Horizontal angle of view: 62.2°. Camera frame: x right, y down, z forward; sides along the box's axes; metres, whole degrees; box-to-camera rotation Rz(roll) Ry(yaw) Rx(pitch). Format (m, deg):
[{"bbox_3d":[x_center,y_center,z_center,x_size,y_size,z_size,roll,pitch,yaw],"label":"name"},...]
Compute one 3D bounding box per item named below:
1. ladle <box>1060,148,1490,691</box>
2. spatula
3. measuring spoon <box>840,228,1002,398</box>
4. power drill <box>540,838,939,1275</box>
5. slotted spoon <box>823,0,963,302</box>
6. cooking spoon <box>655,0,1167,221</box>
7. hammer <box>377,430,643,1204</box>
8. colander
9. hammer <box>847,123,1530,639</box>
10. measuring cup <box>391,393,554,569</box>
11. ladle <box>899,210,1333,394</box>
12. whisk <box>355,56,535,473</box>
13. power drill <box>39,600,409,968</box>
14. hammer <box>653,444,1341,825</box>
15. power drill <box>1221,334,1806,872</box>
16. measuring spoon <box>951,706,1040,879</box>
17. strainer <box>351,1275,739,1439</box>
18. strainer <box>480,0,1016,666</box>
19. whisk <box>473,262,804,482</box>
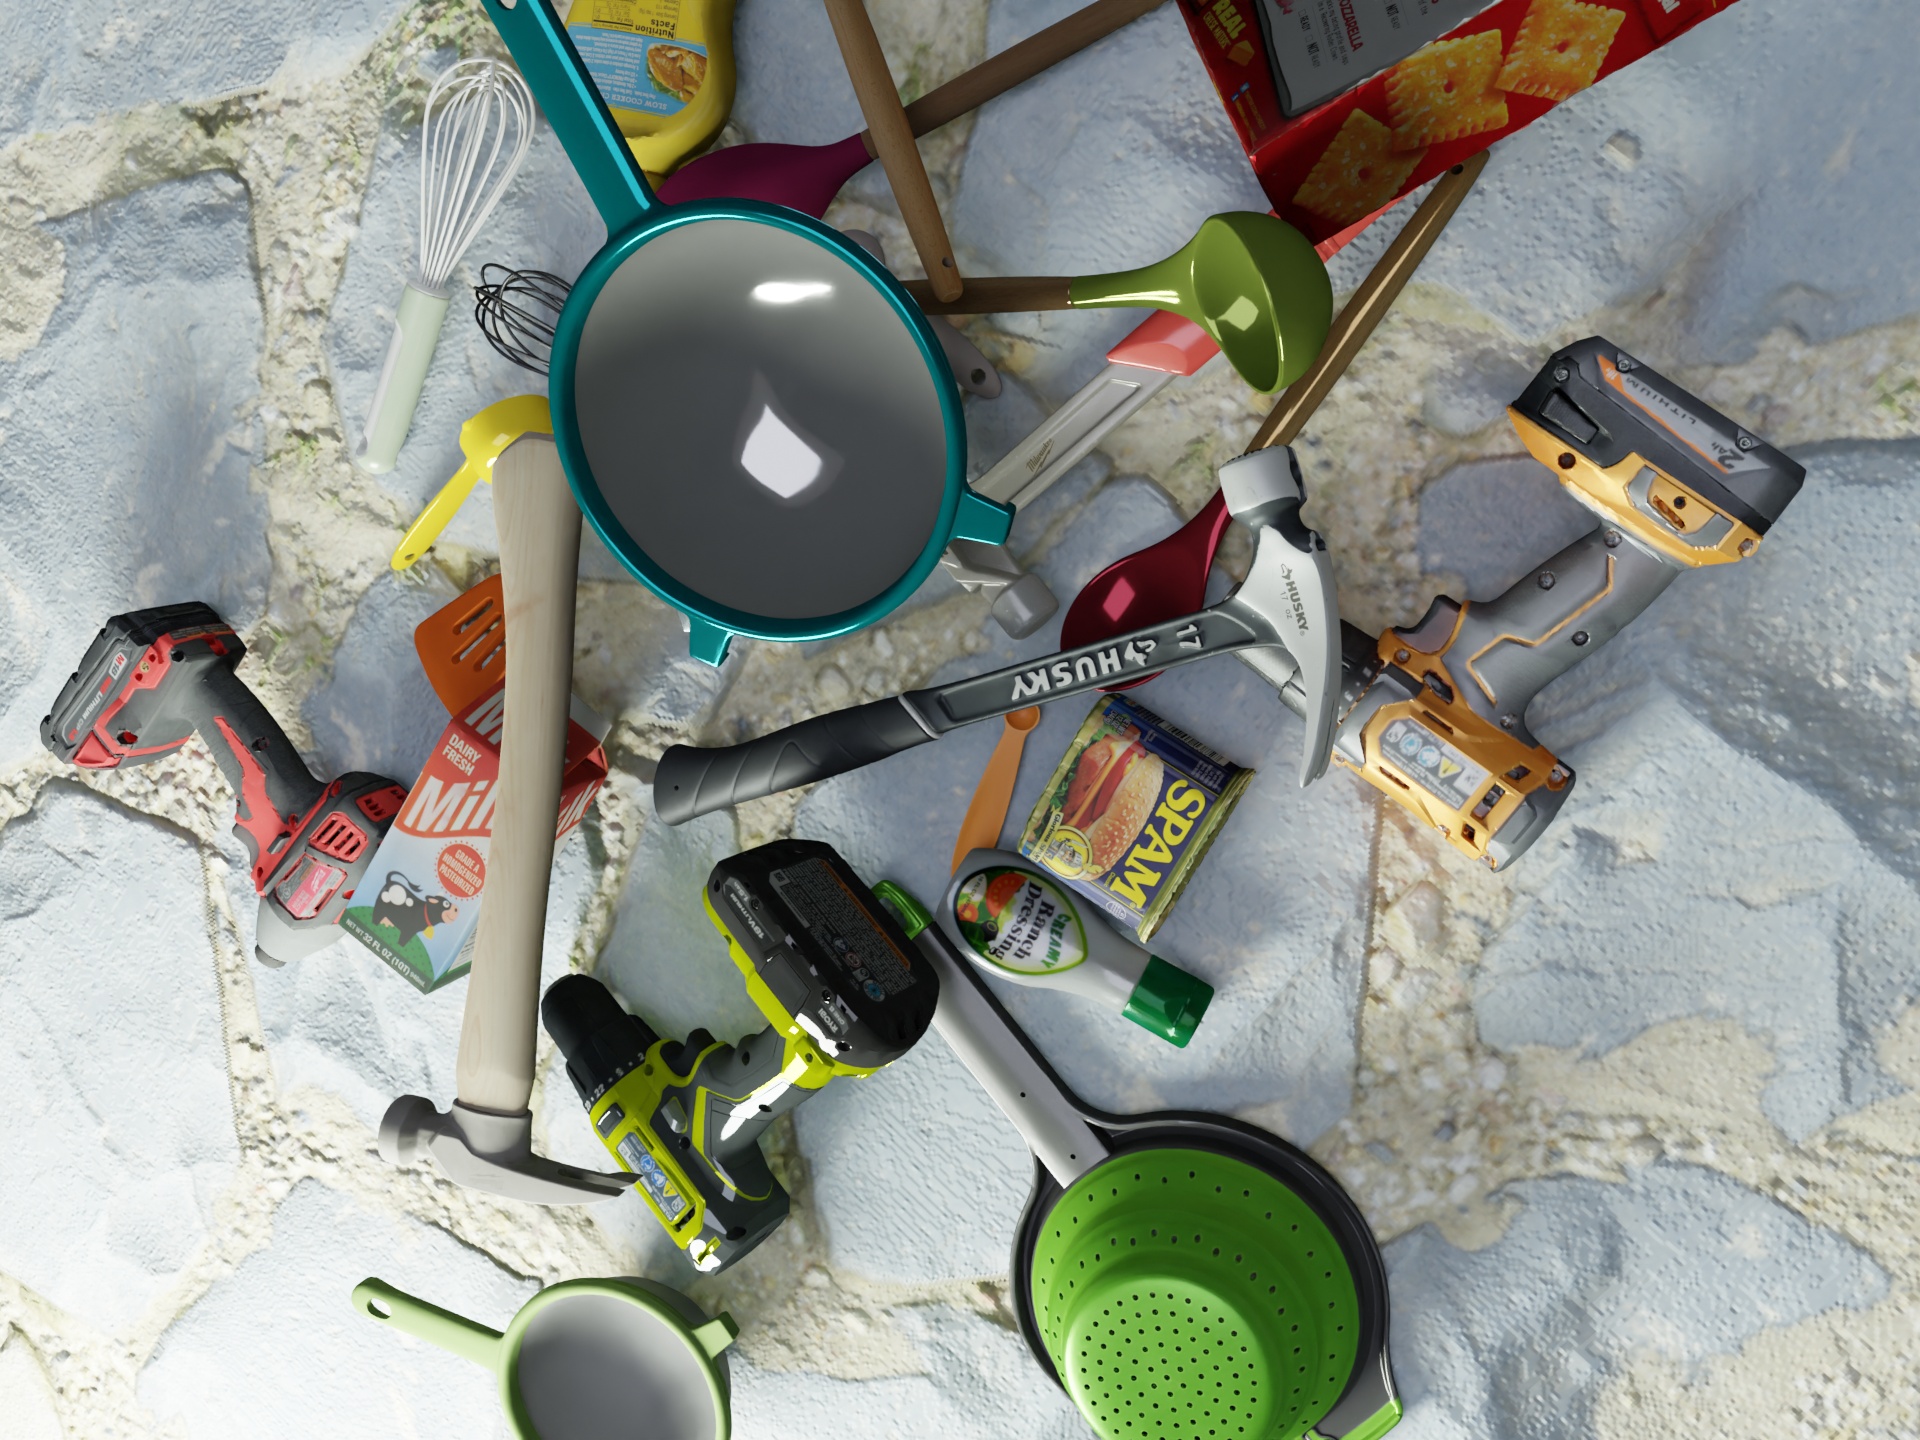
[{"bbox_3d":[0.155,-0.143,0.780,0.069,0.031,0.315,44,107,32],"label":"ladle"},{"bbox_3d":[-0.216,-0.130,0.865,0.081,0.041,0.322,54,127,25],"label":"spatula"},{"bbox_3d":[-0.026,-0.211,0.832,0.124,0.018,0.034,43,108,6],"label":"measuring spoon"},{"bbox_3d":[-0.133,0.172,0.878,0.191,0.080,0.228,49,121,16],"label":"power drill"},{"bbox_3d":[-0.053,-0.344,0.771,0.031,0.070,0.314,-38,68,61],"label":"slotted spoon"},{"bbox_3d":[-0.025,-0.304,0.807,0.319,0.017,0.068,-23,113,15],"label":"cooking spoon"},{"bbox_3d":[-0.224,0.056,0.848,0.146,0.038,0.410,9,98,13],"label":"hammer"},{"bbox_3d":[0.064,0.253,0.831,0.204,0.094,0.397,-41,85,18],"label":"colander"},{"bbox_3d":[0.113,-0.203,0.767,0.359,0.036,0.149,-39,83,20],"label":"hammer"},{"bbox_3d":[-0.279,-0.126,0.909,0.156,0.062,0.029,-40,74,29],"label":"measuring cup"},{"bbox_3d":[0.027,-0.195,0.747,0.320,0.062,0.078,10,133,37],"label":"ladle"},{"bbox_3d":[-0.299,-0.252,0.900,0.058,0.059,0.246,47,119,47],"label":"whisk"},{"bbox_3d":[-0.443,0.043,0.974,0.220,0.078,0.143,43,108,5],"label":"power drill"},{"bbox_3d":[-0.001,-0.003,0.803,0.409,0.036,0.149,-16,89,32],"label":"hammer"},{"bbox_3d":[0.243,-0.067,0.739,0.185,0.084,0.226,37,111,11],"label":"power drill"},{"bbox_3d":[0.018,0.040,0.861,0.021,0.011,0.117,20,107,3],"label":"measuring spoon"},{"bbox_3d":[-0.242,0.375,0.959,0.256,0.069,0.151,14,104,16],"label":"strainer"},{"bbox_3d":[-0.114,-0.205,0.755,0.211,0.095,0.340,-21,106,29],"label":"strainer"},{"bbox_3d":[-0.167,-0.182,0.868,0.239,0.055,0.055,31,106,7],"label":"whisk"}]
